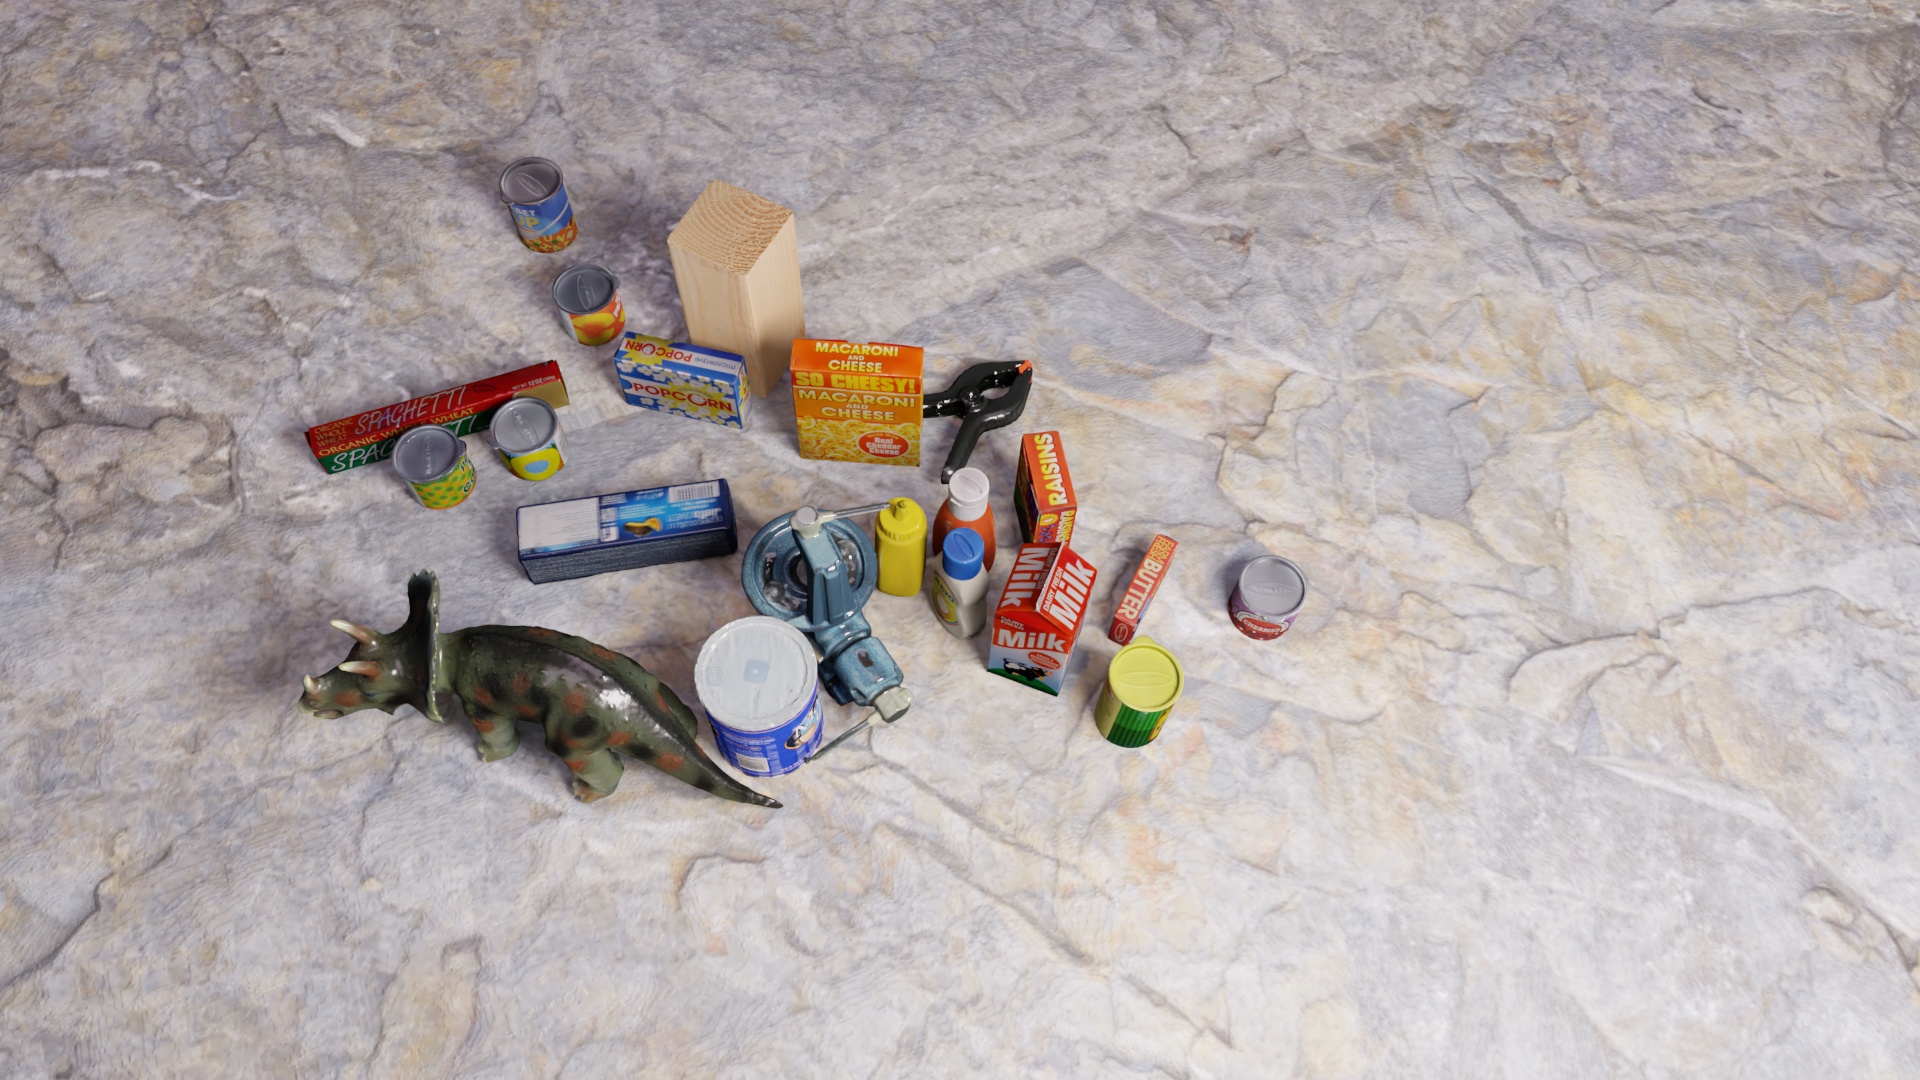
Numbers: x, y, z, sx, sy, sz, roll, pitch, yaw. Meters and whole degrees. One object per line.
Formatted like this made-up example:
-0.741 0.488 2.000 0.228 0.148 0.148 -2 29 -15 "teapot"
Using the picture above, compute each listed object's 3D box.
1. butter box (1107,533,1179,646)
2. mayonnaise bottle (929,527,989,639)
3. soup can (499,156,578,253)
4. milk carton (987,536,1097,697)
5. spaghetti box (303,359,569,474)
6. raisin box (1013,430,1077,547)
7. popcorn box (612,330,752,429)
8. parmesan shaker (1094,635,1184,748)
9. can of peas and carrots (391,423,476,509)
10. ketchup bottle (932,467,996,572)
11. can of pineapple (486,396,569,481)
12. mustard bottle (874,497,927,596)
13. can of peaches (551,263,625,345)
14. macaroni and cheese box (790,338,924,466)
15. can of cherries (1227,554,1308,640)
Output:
0.176 0.048 1.336 0.024 0.053 0.104 26 65 11 "butter box"
-0.001 0.037 1.281 0.041 0.147 0.065 -31 68 -16 "mayonnaise bottle"
-0.457 -0.360 1.503 0.071 0.083 0.071 1 63 -2 "soup can"
0.073 0.067 1.244 0.073 0.189 0.072 19 64 7 "milk carton"
-0.522 -0.124 1.396 0.250 0.050 0.029 -18 65 -12 "spaghetti box"
0.080 -0.038 1.337 0.040 0.123 0.086 -8 64 -6 "raisin box"
-0.279 -0.162 1.407 0.127 0.085 0.038 12 63 4 "popcorn box"
0.161 0.139 1.260 0.071 0.102 0.071 1 63 -2 "parmesan shaker"
-0.514 -0.072 1.365 0.071 0.058 0.071 1 63 -2 "can of peas and carrots"
0.005 -0.016 1.308 0.065 0.148 0.044 36 67 15 "ketchup bottle"
-0.430 -0.100 1.383 0.071 0.057 0.071 1 63 -2 "can of pineapple"
-0.056 -0.002 1.291 0.049 0.159 0.065 5 63 0 "mustard bottle"
-0.388 -0.248 1.462 0.071 0.057 0.071 1 63 -2 "can of peaches"
-0.099 -0.133 1.354 0.124 0.165 0.040 4 63 0 "macaroni and cheese box"
0.294 0.058 1.333 0.071 0.058 0.072 1 63 -2 "can of cherries"
